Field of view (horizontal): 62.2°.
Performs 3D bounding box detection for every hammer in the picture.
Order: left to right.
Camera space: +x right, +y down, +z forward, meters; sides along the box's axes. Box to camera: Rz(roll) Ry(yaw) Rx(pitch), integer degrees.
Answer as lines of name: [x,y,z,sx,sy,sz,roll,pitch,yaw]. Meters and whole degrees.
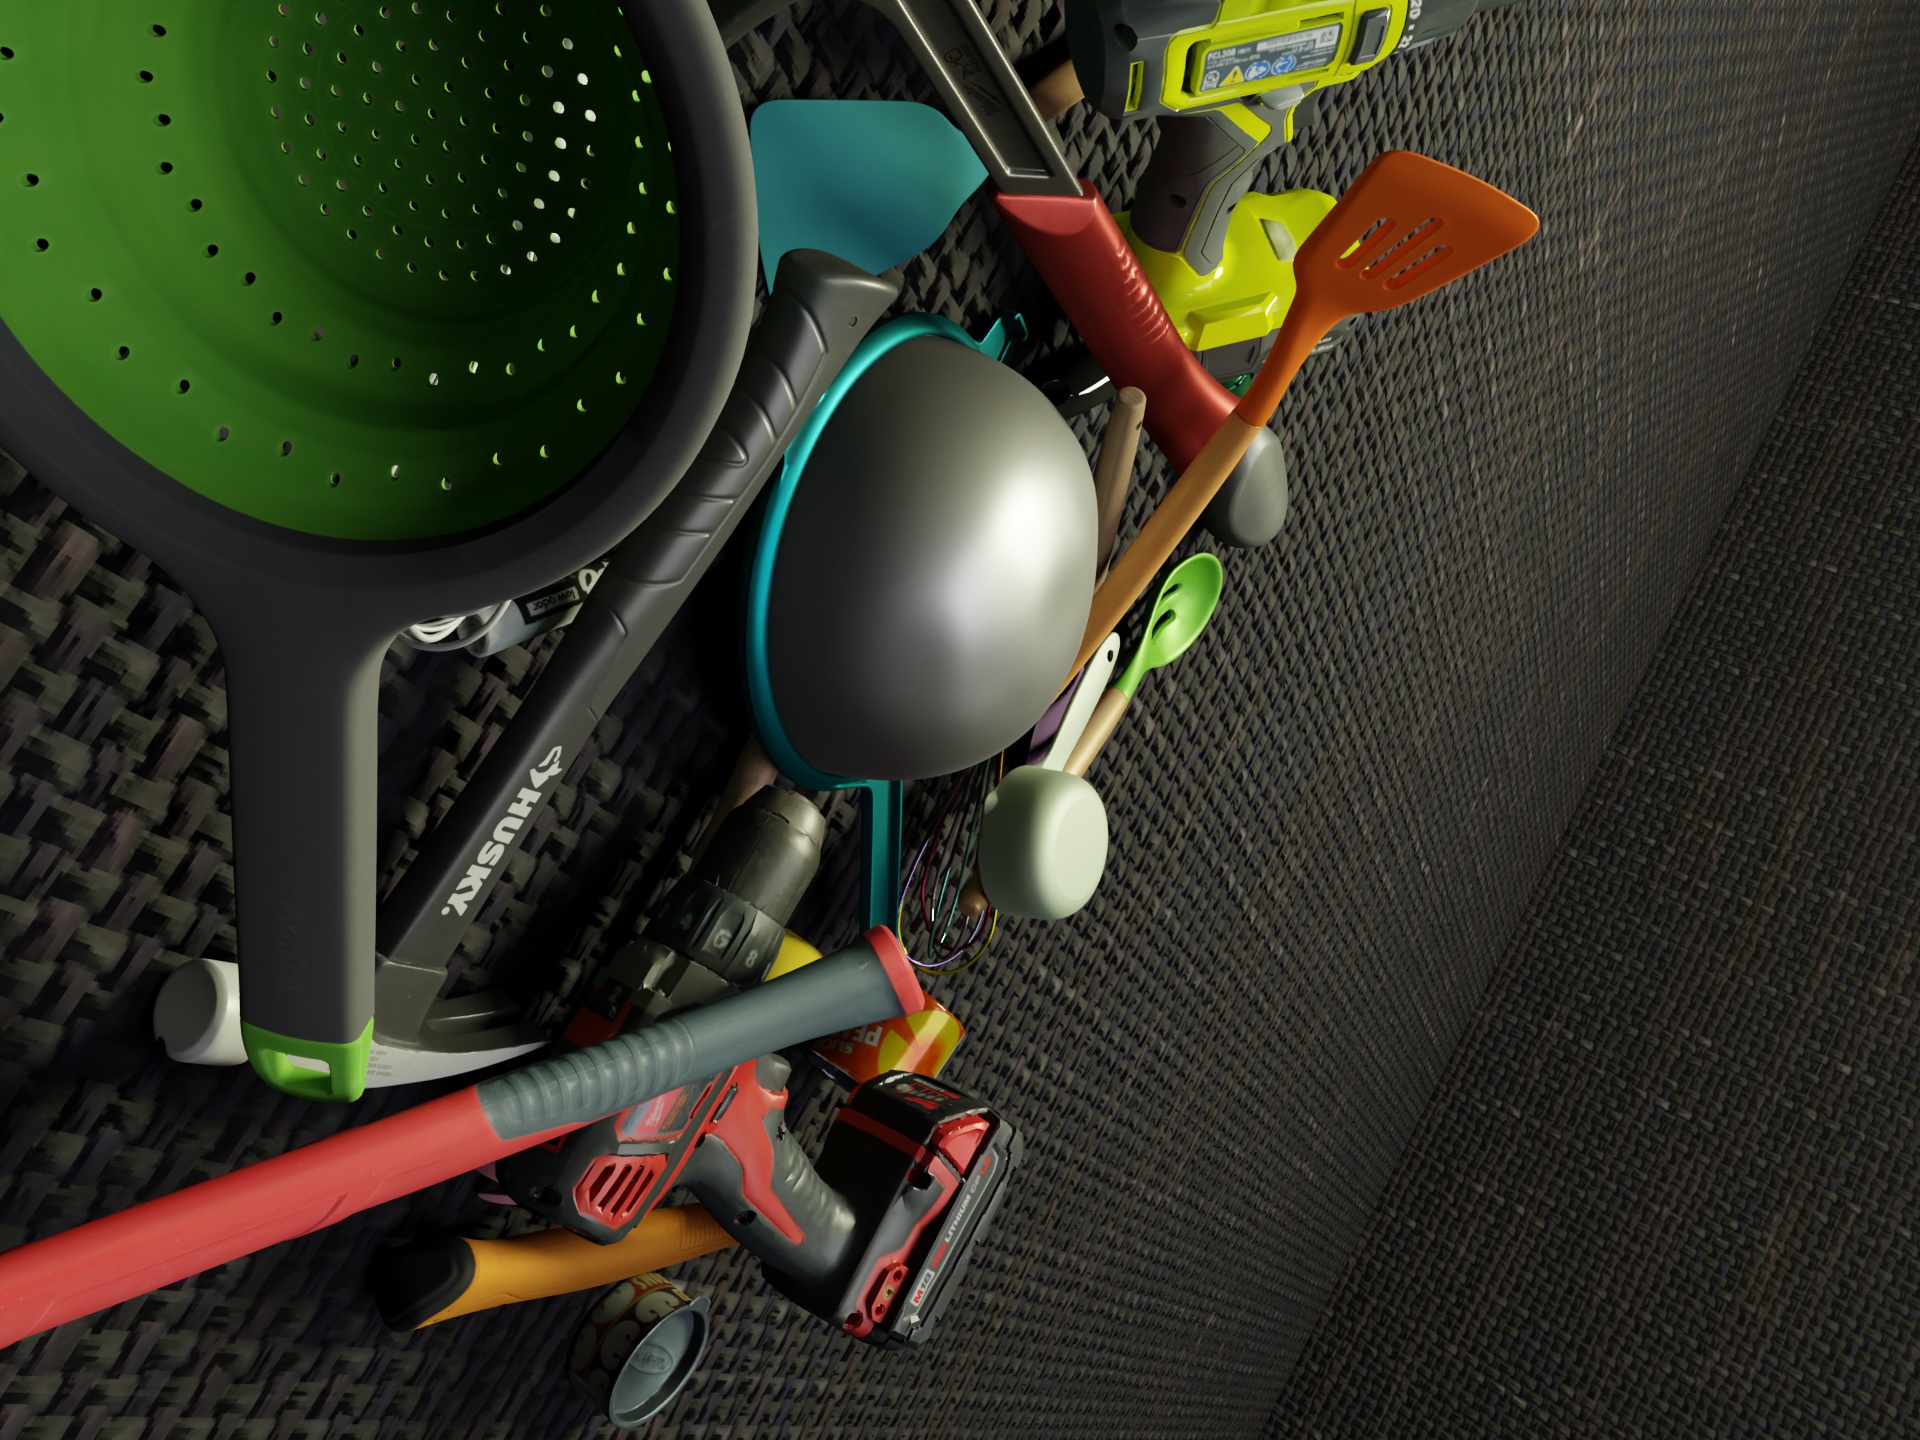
hammer: [-0.170,0.139,0.506,0.386,0.038,0.143,-13,153,-42]
hammer: [-0.124,-0.017,0.549,0.335,0.035,0.146,-56,150,1]
hammer: [-0.126,0.242,0.753,0.127,0.034,0.336,-39,153,27]
hammer: [0.036,-0.181,0.620,0.358,0.149,0.037,38,35,-59]

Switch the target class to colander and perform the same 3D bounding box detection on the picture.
colander: [-0.157,-0.066,0.417,0.095,0.204,0.396,-80,-177,-58]

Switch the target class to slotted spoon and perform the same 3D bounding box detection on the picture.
slotted spoon: [0.076,0.001,0.888,0.314,0.031,0.070,-52,149,-42]

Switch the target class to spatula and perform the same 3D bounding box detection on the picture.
spatula: [0.029,-0.267,0.667,0.317,0.044,0.082,-47,148,-37]
spatula: [0.060,-0.055,0.803,0.060,0.018,0.315,-52,165,-28]
spatula: [0.116,-0.111,0.704,0.081,0.041,0.322,14,131,-26]

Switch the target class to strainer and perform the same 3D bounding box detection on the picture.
strainer: [-0.001,-0.002,0.703,0.211,0.095,0.340,-36,136,-53]

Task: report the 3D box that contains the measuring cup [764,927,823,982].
measuring cup: [-0.117,0.159,0.738,0.156,0.029,0.062,-44,144,-36]

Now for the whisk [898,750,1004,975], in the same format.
whisk: [0.017,0.020,0.841,0.051,0.047,0.245,-6,113,-65]

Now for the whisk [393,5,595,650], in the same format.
whisk: [-0.132,-0.140,0.477,0.057,0.059,0.246,0,107,-71]

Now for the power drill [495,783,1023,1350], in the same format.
power drill: [-0.068,0.153,0.676,0.226,0.080,0.188,45,67,-40]

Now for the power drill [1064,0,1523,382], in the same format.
power drill: [0.137,-0.245,0.672,0.190,0.080,0.228,-14,158,-6]

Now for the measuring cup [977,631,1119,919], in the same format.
measuring cup: [0.062,0.025,0.810,0.083,0.038,0.168,52,55,-46]

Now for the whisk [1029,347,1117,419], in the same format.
whisk: [0.110,-0.203,0.823,0.239,0.055,0.055,-35,139,-35]

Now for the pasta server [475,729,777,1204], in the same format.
pasta server: [-0.115,0.065,0.681,0.316,0.040,0.060,-66,151,-7]
